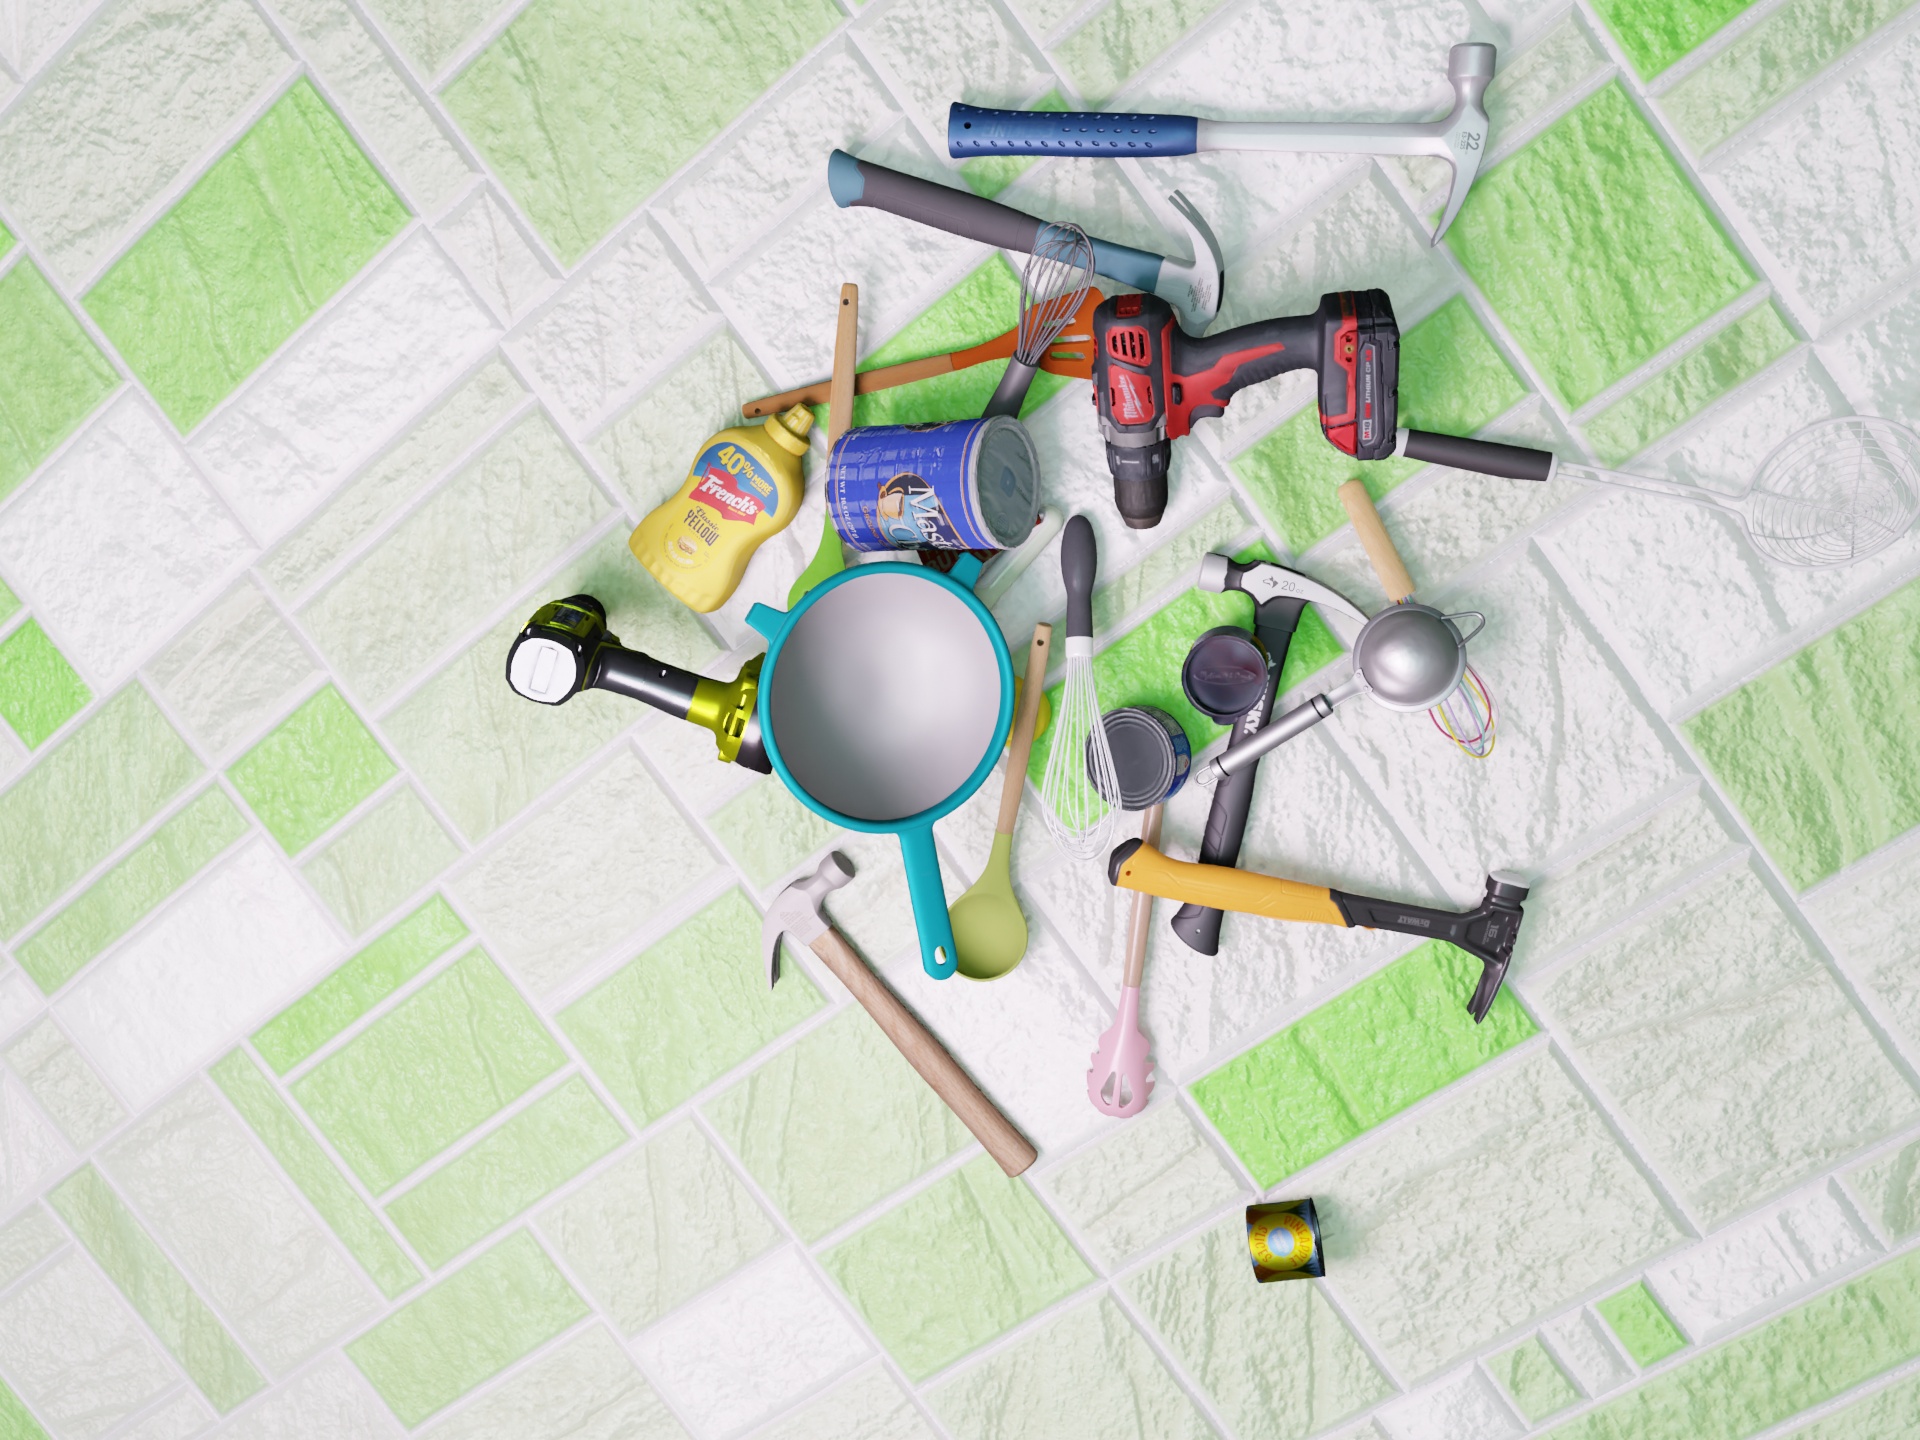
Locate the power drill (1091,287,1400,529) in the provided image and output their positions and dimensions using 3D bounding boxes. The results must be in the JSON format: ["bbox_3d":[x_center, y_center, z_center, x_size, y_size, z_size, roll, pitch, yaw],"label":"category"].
[{"bbox_3d":[0.215,-0.238,1.221,0.226,0.080,0.187,-2,125,10],"label":"power drill"}]

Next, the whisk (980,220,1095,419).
[{"bbox_3d":[0.048,-0.281,1.235,0.055,0.055,0.238,30,133,3],"label":"whisk"}]

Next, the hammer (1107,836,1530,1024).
[{"bbox_3d":[0.286,0.157,1.303,0.337,0.034,0.127,11,104,-1],"label":"hammer"}]

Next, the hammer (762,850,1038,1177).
[{"bbox_3d":[-0.052,0.279,1.423,0.130,0.031,0.331,-40,92,16],"label":"hammer"}]

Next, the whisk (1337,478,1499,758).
[{"bbox_3d":[0.363,-0.080,1.263,0.047,0.051,0.245,-27,92,-6],"label":"whisk"}]

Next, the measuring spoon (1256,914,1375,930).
[{"bbox_3d":[0.296,0.160,1.341,0.117,0.011,0.021,6,103,14],"label":"measuring spoon"}]

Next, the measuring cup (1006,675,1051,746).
[{"bbox_3d":[-0.002,-0.004,1.352,0.156,0.029,0.062,-1,102,12],"label":"measuring cup"}]

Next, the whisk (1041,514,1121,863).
[{"bbox_3d":[0.096,-0.027,1.289,0.070,0.070,0.285,-2,83,11],"label":"whisk"}]

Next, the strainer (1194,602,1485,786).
[{"bbox_3d":[0.291,-0.015,1.248,0.258,0.050,0.087,-34,69,22],"label":"strainer"}]

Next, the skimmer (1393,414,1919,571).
[{"bbox_3d":[0.509,-0.192,1.180,0.363,0.090,0.127,12,72,11],"label":"skimmer"}]

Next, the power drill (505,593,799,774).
[{"bbox_3d":[-0.252,-0.042,1.330,0.228,0.191,0.080,19,105,-8],"label":"power drill"}]

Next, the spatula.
[{"bbox_3d":[-0.030,-0.283,1.291,0.322,0.041,0.081,-10,122,15],"label":"spatula"}]

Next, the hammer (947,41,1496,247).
[{"bbox_3d":[0.192,-0.441,1.216,0.405,0.035,0.144,5,103,10],"label":"hammer"}]

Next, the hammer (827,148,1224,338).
[{"bbox_3d":[0.048,-0.381,1.248,0.331,0.033,0.128,20,125,10],"label":"hammer"}]

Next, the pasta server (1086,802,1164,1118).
[{"bbox_3d":[0.151,0.199,1.370,0.060,0.040,0.316,8,99,9],"label":"pasta server"}]

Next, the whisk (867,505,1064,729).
[{"bbox_3d":[-0.001,-0.084,1.324,0.246,0.058,0.059,-48,127,10],"label":"whisk"}]

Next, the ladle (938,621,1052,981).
[{"bbox_3d":[0.040,0.073,1.327,0.078,0.062,0.320,12,112,5],"label":"ladle"}]

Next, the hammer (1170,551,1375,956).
[{"bbox_3d":[0.237,0.037,1.312,0.146,0.035,0.334,13,104,9],"label":"hammer"}]

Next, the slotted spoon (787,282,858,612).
[{"bbox_3d":[-0.104,-0.200,1.313,0.070,0.031,0.313,11,109,14],"label":"slotted spoon"}]

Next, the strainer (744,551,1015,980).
[{"bbox_3d":[-0.058,0.039,1.272,0.211,0.095,0.340,-16,104,-21],"label":"strainer"}]
